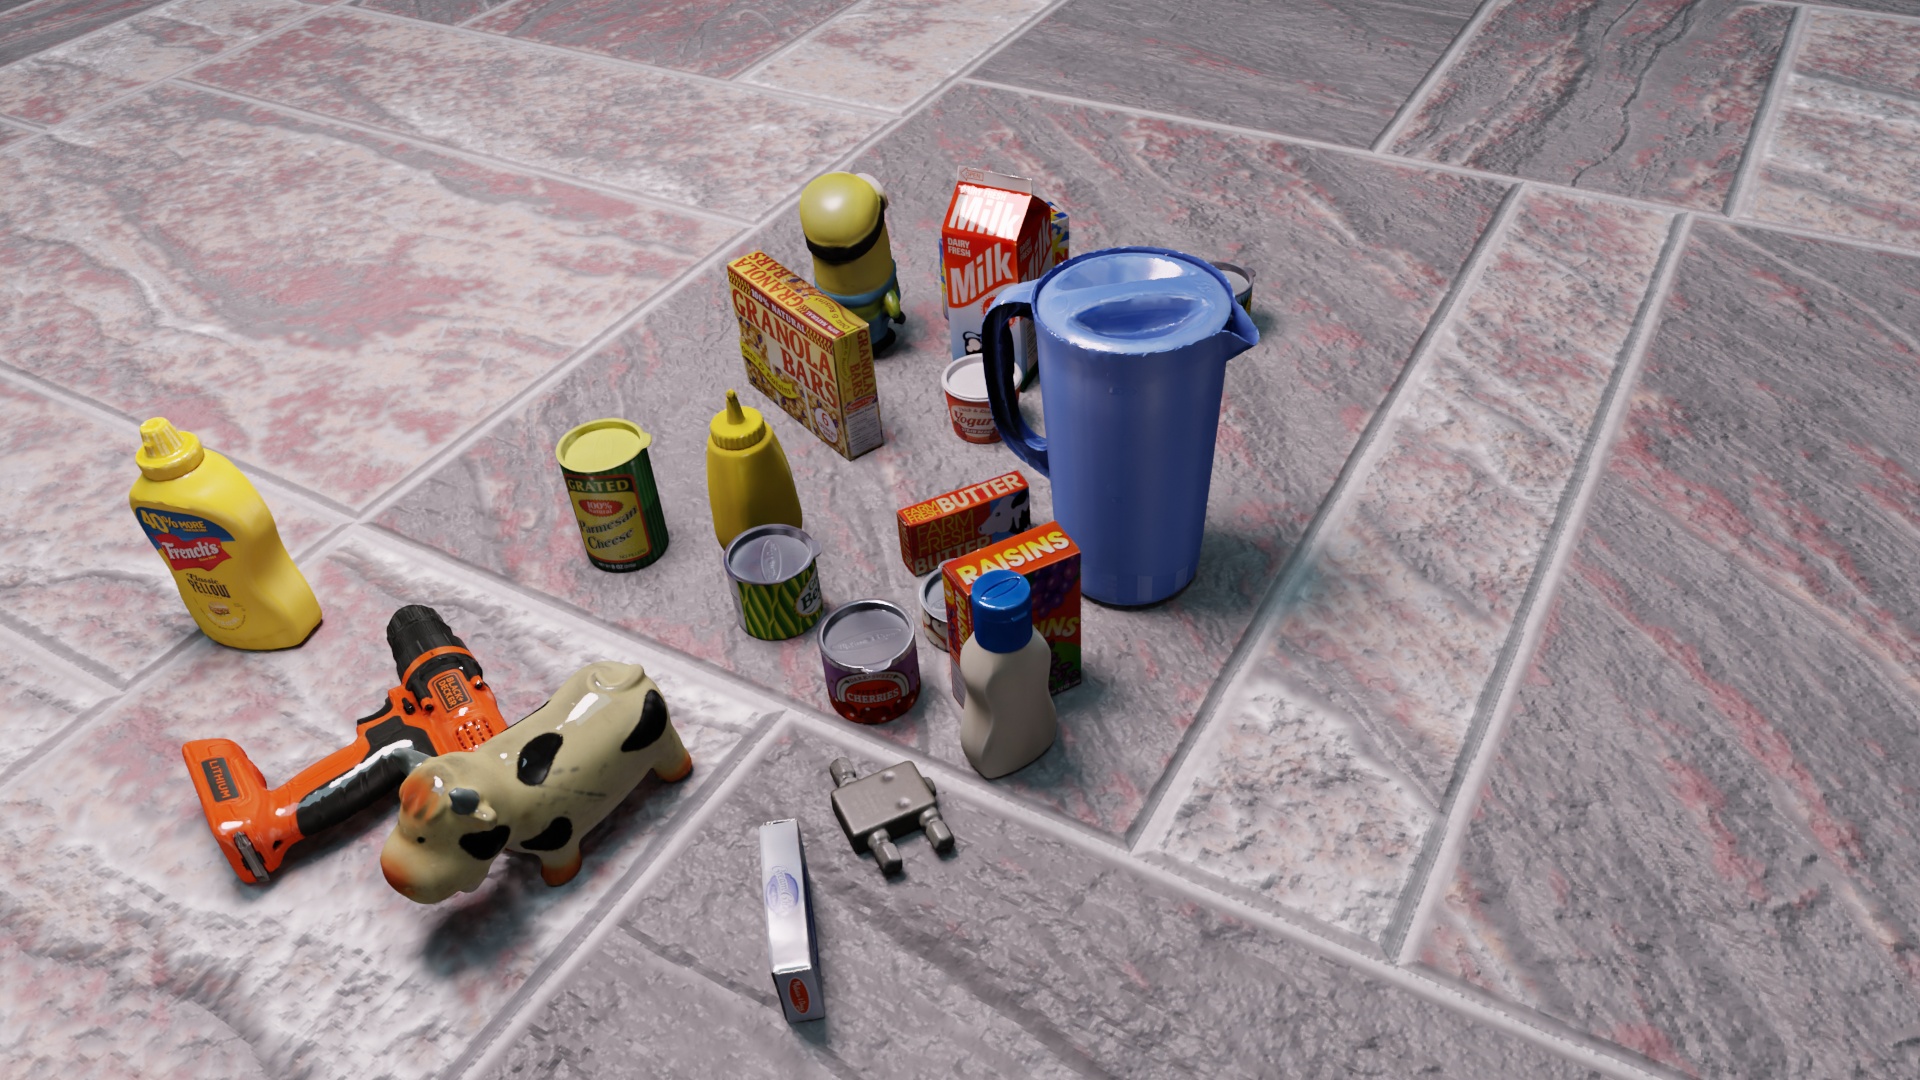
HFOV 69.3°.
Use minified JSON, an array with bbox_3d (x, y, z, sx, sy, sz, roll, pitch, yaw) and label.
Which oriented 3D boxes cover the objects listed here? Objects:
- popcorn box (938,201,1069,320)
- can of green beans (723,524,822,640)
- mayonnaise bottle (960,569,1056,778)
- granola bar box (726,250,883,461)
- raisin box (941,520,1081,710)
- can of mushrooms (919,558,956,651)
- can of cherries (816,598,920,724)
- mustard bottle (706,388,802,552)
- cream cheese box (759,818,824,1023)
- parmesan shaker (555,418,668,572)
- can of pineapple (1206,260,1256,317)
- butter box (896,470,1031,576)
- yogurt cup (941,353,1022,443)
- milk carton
[{"bbox_3d":[0.043,-0.261,1.321,0.127,0.084,0.038,-23,44,-21],"label":"popcorn box"},{"bbox_3d":[-0.136,0.031,1.019,0.071,0.057,0.071,-2,41,2],"label":"can of green beans"},{"bbox_3d":[0.028,0.083,0.875,0.065,0.147,0.041,-26,45,-23],"label":"mayonnaise bottle"},{"bbox_3d":[-0.134,-0.159,1.189,0.039,0.123,0.166,-29,47,-26],"label":"granola bar box"},{"bbox_3d":[0.036,0.056,0.925,0.086,0.122,0.040,-20,43,-18],"label":"raisin box"},{"bbox_3d":[0.004,0.047,1.007,0.071,0.033,0.071,-2,41,2],"label":"can of mushrooms"},{"bbox_3d":[-0.062,0.085,0.950,0.071,0.058,0.072,-2,41,2],"label":"can of cherries"},{"bbox_3d":[-0.158,-0.051,1.037,0.049,0.159,0.065,26,49,31],"label":"mustard bottle"},{"bbox_3d":[-0.098,0.218,0.802,0.024,0.053,0.104,-9,41,-5],"label":"cream cheese box"},{"bbox_3d":[-0.263,-0.034,1.070,0.071,0.102,0.072,-2,41,2],"label":"parmesan shaker"},{"bbox_3d":[0.235,-0.215,1.272,0.071,0.057,0.071,-2,41,2],"label":"can of pineapple"},{"bbox_3d":[0.004,-0.013,1.062,0.104,0.052,0.024,-19,43,-16],"label":"butter box"},{"bbox_3d":[0.019,-0.119,1.183,0.072,0.053,0.073,-2,41,2],"label":"yogurt cup"},{"bbox_3d":[0.034,-0.232,1.209,0.072,0.189,0.074,16,45,22],"label":"milk carton"}]
